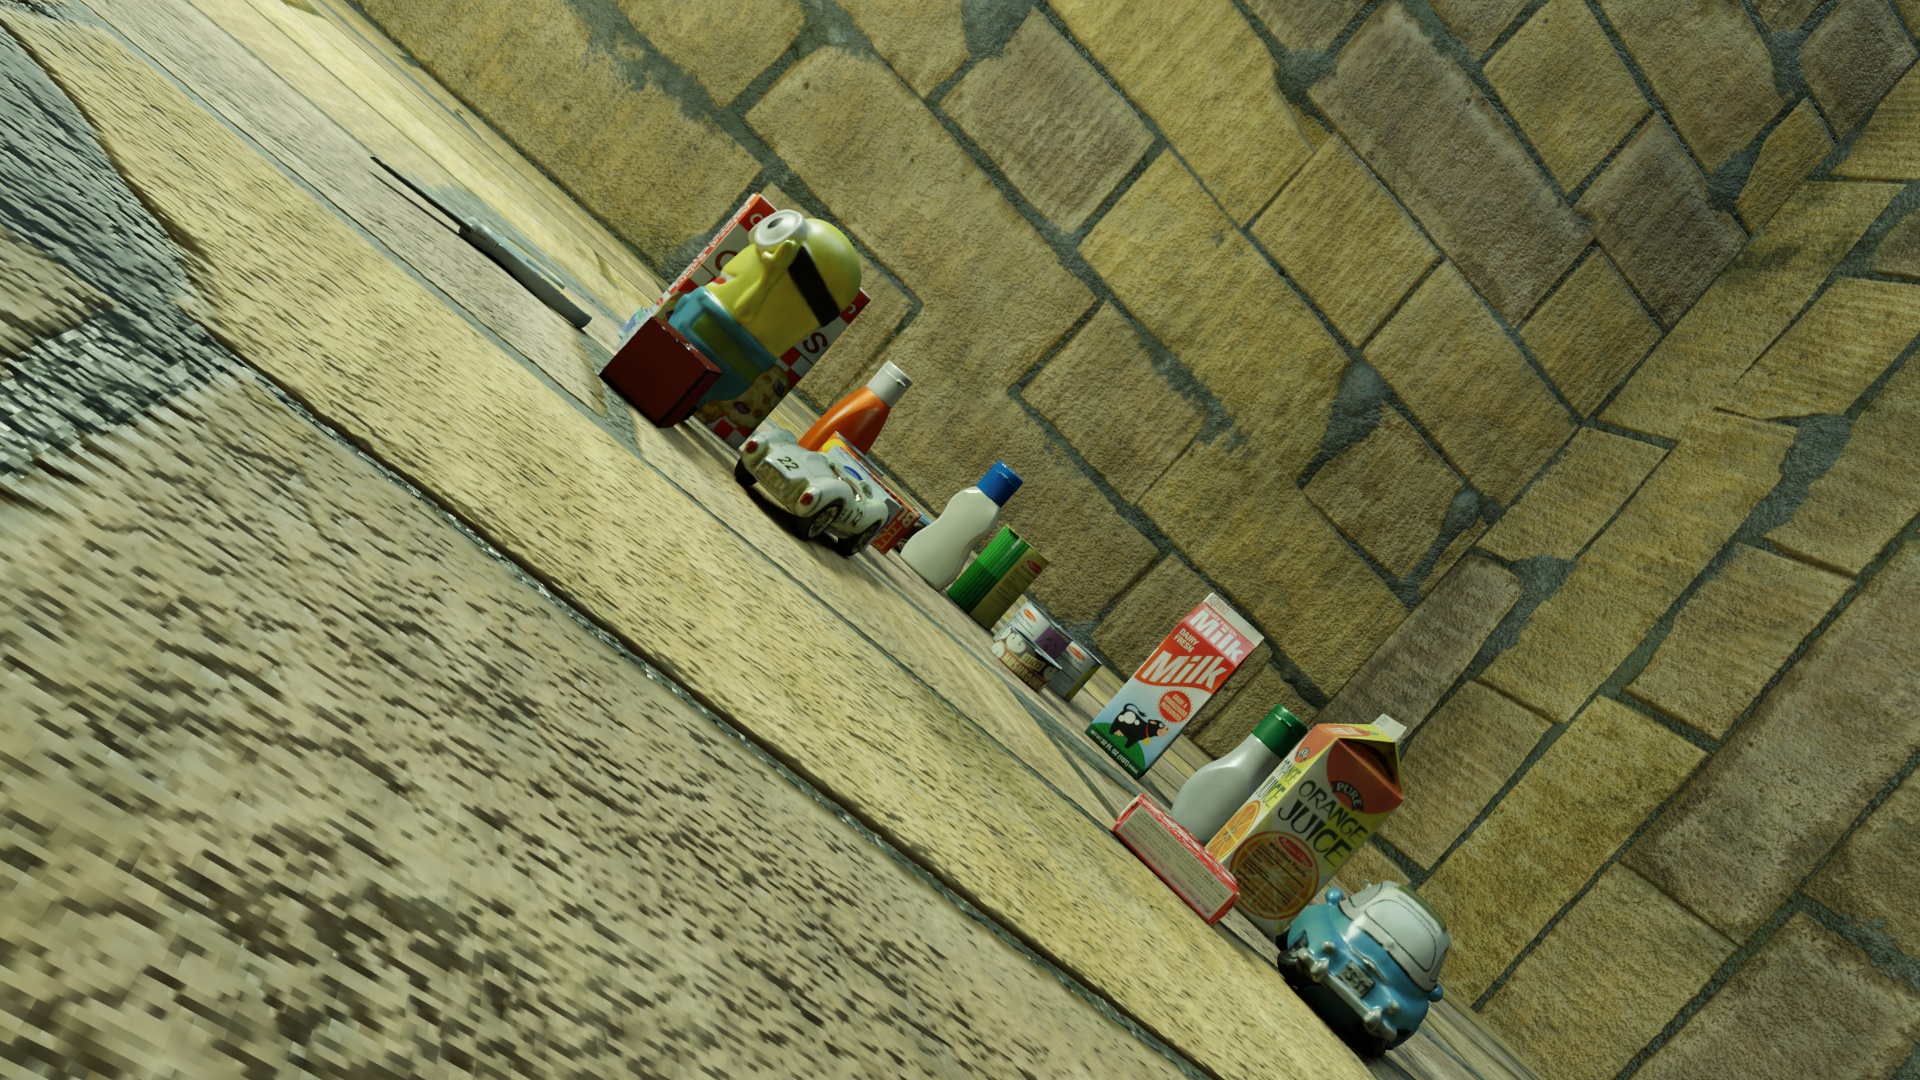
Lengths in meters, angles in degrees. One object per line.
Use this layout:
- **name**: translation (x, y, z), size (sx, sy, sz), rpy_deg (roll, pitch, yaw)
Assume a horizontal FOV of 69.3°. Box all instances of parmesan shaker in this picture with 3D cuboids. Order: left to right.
- **parmesan shaker**: translation (0.040, 0.040, 1.549), size (0.071, 0.103, 0.071), rpy_deg (42, 1, -1)

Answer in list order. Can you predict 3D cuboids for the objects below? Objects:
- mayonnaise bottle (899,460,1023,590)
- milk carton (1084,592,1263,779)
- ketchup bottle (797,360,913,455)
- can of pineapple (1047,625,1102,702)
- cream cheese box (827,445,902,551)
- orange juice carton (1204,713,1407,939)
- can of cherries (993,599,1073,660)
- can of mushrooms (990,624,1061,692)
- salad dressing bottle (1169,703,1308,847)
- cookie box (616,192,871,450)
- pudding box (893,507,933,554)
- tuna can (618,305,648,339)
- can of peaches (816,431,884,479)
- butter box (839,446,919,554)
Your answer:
- **mayonnaise bottle**: translation (0.005, -0.019, 1.476), size (0.065, 0.148, 0.041), rpy_deg (42, 1, 10)
- **milk carton**: translation (0.216, 0.146, 1.398), size (0.072, 0.190, 0.073), rpy_deg (42, 1, 14)
- **ketchup bottle**: translation (-0.112, -0.124, 1.477), size (0.064, 0.149, 0.043), rpy_deg (41, 1, -35)
- **can of pineapple**: translation (0.116, 0.138, 1.554), size (0.071, 0.058, 0.071), rpy_deg (42, 2, -1)
- **cream cheese box**: translation (-0.099, -0.038, 1.229), size (0.024, 0.053, 0.104), rpy_deg (41, 2, -45)
- **orange juice carton**: translation (0.279, 0.213, 1.097), size (0.073, 0.192, 0.072), rpy_deg (42, 1, 2)
- **can of cherries**: translation (0.079, 0.107, 1.489), size (0.071, 0.058, 0.071), rpy_deg (42, 2, -1)
- **can of mushrooms**: translation (0.064, 0.116, 1.362), size (0.071, 0.033, 0.071), rpy_deg (42, 2, -1)
- **salad dressing bottle**: translation (0.256, 0.215, 1.270), size (0.064, 0.147, 0.044), rpy_deg (42, 1, 17)
- **cookie box**: translation (-0.173, -0.176, 1.119), size (0.123, 0.167, 0.040), rpy_deg (41, 1, -24)
- **pudding box**: translation (-0.036, 0.008, 1.545), size (0.083, 0.049, 0.030), rpy_deg (41, 2, -29)
- **tuna can**: translation (-0.264, -0.171, 1.211), size (0.071, 0.033, 0.071), rpy_deg (42, 2, -1)
- **can of peaches**: translation (-0.121, -0.068, 1.390), size (0.071, 0.058, 0.071), rpy_deg (42, 2, -1)
- **butter box**: translation (-0.094, -0.038, 1.338), size (0.103, 0.053, 0.024), rpy_deg (41, 1, -21)
